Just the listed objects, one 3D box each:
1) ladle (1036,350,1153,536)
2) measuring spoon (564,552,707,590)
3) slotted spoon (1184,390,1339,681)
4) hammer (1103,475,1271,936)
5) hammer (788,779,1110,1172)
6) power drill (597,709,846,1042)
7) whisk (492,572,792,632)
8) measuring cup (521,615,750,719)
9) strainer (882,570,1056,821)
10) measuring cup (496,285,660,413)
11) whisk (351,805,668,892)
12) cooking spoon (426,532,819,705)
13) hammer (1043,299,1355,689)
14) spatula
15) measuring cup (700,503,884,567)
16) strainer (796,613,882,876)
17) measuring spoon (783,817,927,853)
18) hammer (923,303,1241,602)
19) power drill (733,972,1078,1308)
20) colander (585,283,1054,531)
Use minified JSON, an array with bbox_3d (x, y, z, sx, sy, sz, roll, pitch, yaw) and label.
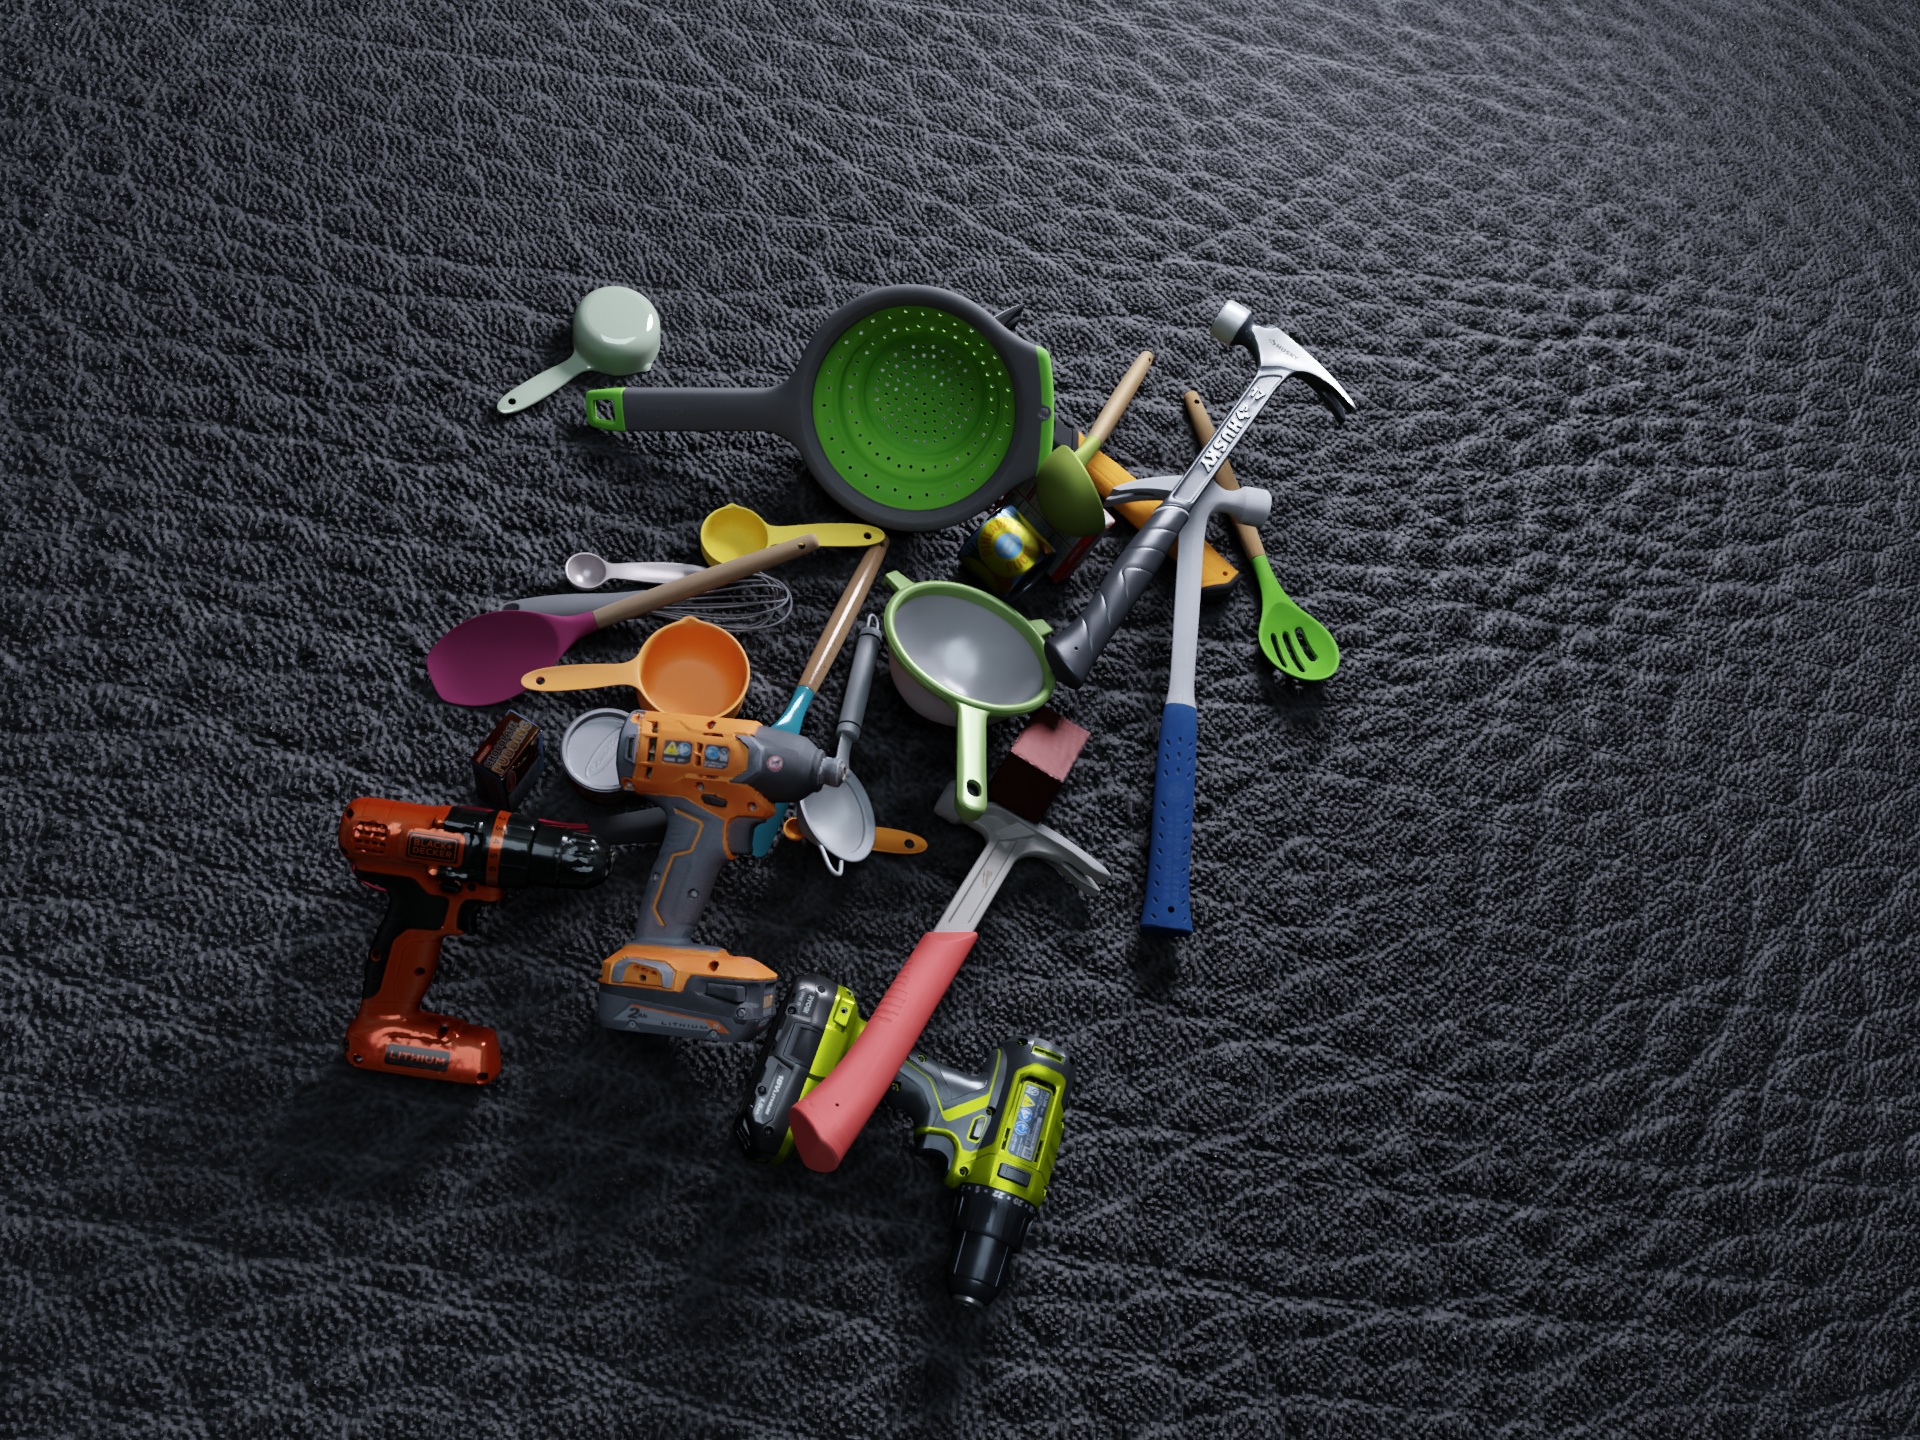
[{"bbox_3d":[0.133,-0.255,1.381,0.078,0.062,0.320,66,32,-27],"label":"ladle"},{"bbox_3d":[-0.263,-0.118,1.308,0.124,0.018,0.034,1,62,-20],"label":"measuring spoon"},{"bbox_3d":[0.263,-0.169,1.445,0.070,0.031,0.314,-11,68,-18],"label":"slotted spoon"},{"bbox_3d":[0.179,-0.022,1.335,0.144,0.035,0.406,9,71,-6],"label":"hammer"},{"bbox_3d":[-0.014,0.186,1.152,0.149,0.036,0.359,31,42,4],"label":"hammer"},{"bbox_3d":[-0.171,0.111,1.139,0.164,0.084,0.226,5,84,8],"label":"power drill"},{"bbox_3d":[-0.254,-0.090,1.281,0.239,0.055,0.055,-5,68,-11],"label":"whisk"},{"bbox_3d":[-0.254,-0.027,1.248,0.173,0.052,0.095,-4,68,-13],"label":"measuring cup"},{"bbox_3d":[-0.002,-0.004,1.258,0.151,0.069,0.257,17,41,-16],"label":"strainer"},{"bbox_3d":[-0.329,-0.315,1.361,0.083,0.038,0.167,45,63,8],"label":"measuring cup"},{"bbox_3d":[-0.297,0.087,1.186,0.295,0.073,0.073,-7,69,-21],"label":"whisk"},{"bbox_3d":[-0.262,-0.087,1.250,0.319,0.017,0.069,-21,95,-5],"label":"cooking spoon"},{"bbox_3d":[0.193,-0.185,1.352,0.149,0.036,0.409,34,67,4],"label":"hammer"},{"bbox_3d":[-0.122,-0.038,1.281,0.082,0.044,0.318,36,51,-15],"label":"spatula"},{"bbox_3d":[-0.142,-0.150,1.342,0.156,0.029,0.062,-3,68,-17],"label":"measuring cup"},{"bbox_3d":[-0.091,0.017,1.266,0.086,0.050,0.259,40,45,-35],"label":"strainer"},{"bbox_3d":[-0.083,0.094,1.260,0.117,0.011,0.021,8,60,-14],"label":"measuring spoon"},{"bbox_3d":[0.125,-0.234,1.437,0.337,0.034,0.127,44,66,7],"label":"hammer"},{"bbox_3d":[-0.041,0.296,1.144,0.228,0.080,0.191,23,63,-6],"label":"power drill"},{"bbox_3d":[-0.117,-0.273,1.364,0.397,0.204,0.094,1,21,5],"label":"colander"}]
